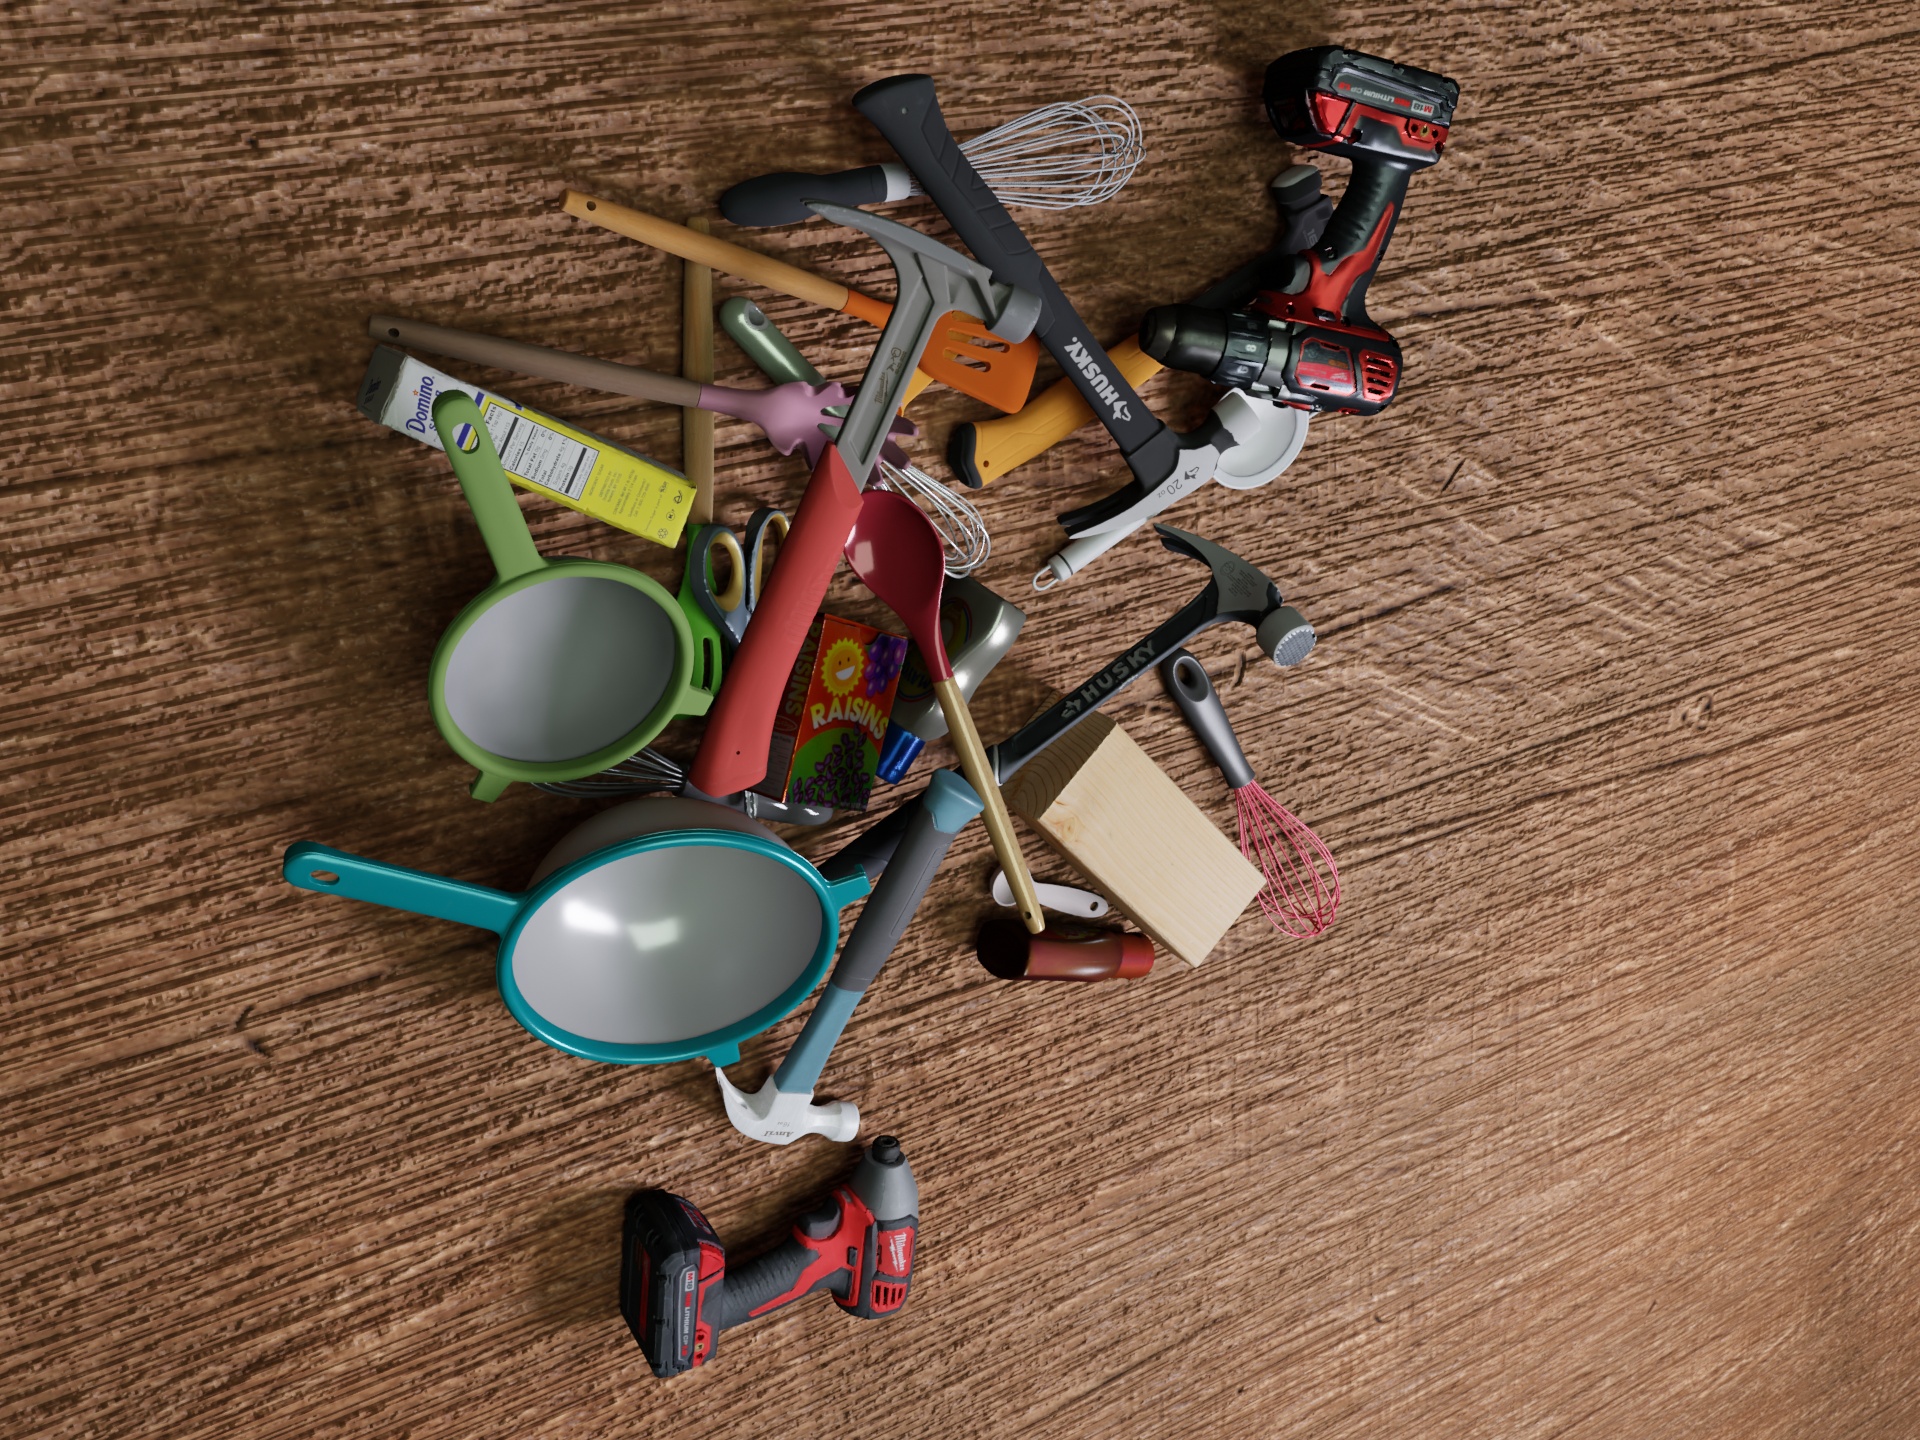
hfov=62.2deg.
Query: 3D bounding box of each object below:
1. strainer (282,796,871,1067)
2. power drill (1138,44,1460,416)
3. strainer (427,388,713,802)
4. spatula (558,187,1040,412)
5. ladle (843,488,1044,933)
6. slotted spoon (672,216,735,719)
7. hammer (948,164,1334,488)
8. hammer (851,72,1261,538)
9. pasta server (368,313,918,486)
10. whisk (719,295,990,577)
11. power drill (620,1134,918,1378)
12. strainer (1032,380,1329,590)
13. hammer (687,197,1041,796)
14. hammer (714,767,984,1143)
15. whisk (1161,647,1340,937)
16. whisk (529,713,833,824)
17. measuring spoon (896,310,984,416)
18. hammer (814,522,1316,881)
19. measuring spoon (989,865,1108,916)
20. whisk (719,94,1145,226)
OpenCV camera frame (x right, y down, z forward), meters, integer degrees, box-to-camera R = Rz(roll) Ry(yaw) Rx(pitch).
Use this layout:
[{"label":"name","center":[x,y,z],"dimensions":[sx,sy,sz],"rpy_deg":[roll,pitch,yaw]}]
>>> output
[{"label":"strainer","center":[-0.241,0.101,0.981],"dimensions":[0.340,0.095,0.211],"rpy_deg":[19,122,-32]},{"label":"power drill","center":[0.225,-0.326,1.067],"dimensions":[0.187,0.080,0.226],"rpy_deg":[7,104,-18]},{"label":"strainer","center":[-0.244,-0.080,0.885],"dimensions":[0.151,0.069,0.256],"rpy_deg":[-24,133,-13]},{"label":"spatula","center":[-0.087,-0.265,0.967],"dimensions":[0.322,0.041,0.081],"rpy_deg":[10,94,-37]},{"label":"ladle","center":[-0.002,-0.003,1.039],"dimensions":[0.031,0.069,0.315],"rpy_deg":[-39,112,-58]},{"label":"slotted spoon","center":[-0.164,-0.148,0.986],"dimensions":[0.070,0.031,0.313],"rpy_deg":[-11,111,-39]},{"label":"hammer","center":[0.136,-0.252,1.109],"dimensions":[0.337,0.034,0.127],"rpy_deg":[-34,119,-14]},{"label":"hammer","center":[0.046,-0.258,0.994],"dimensions":[0.146,0.035,0.334],"rpy_deg":[-38,120,9]},{"label":"pasta server","center":[-0.179,-0.194,0.929],"dimensions":[0.316,0.040,0.060],"rpy_deg":[9,110,-21]},{"label":"whisk","center":[-0.066,-0.178,1.020],"dimensions":[0.246,0.059,0.058],"rpy_deg":[44,47,-30]},{"label":"power drill","center":[-0.131,0.386,1.167],"dimensions":[0.219,0.079,0.143],"rpy_deg":[-4,110,-31]},{"label":"strainer","center":[0.154,-0.172,1.144],"dimensions":[0.258,0.050,0.086],"rpy_deg":[-36,128,-7]},{"label":"hammer","center":[-0.092,-0.118,0.949],"dimensions":[0.149,0.037,0.359],"rpy_deg":[20,106,-20]},{"label":"hammer","center":[-0.070,0.169,1.088],"dimensions":[0.128,0.033,0.331],"rpy_deg":[11,120,-32]},{"label":"whisk","center":[0.230,0.062,1.260],"dimensions":[0.073,0.073,0.295],"rpy_deg":[-37,115,-12]},{"label":"whisk","center":[-0.183,0.037,1.034],"dimensions":[0.238,0.055,0.055],"rpy_deg":[16,99,-37]},{"label":"measuring spoon","center":[-0.017,-0.239,1.045],"dimensions":[0.021,0.011,0.117],"rpy_deg":[42,82,-18]},{"label":"hammer","center":[0.039,0.015,1.101],"dimensions":[0.409,0.149,0.036],"rpy_deg":[-36,142,1]},{"label":"measuring spoon","center":[0.067,0.132,1.222],"dimensions":[0.124,0.018,0.034],"rpy_deg":[19,97,-39]},{"label":"whisk","center":[-0.012,-0.340,0.987],"dimensions":[0.284,0.070,0.070],"rpy_deg":[-15,114,-19]}]
